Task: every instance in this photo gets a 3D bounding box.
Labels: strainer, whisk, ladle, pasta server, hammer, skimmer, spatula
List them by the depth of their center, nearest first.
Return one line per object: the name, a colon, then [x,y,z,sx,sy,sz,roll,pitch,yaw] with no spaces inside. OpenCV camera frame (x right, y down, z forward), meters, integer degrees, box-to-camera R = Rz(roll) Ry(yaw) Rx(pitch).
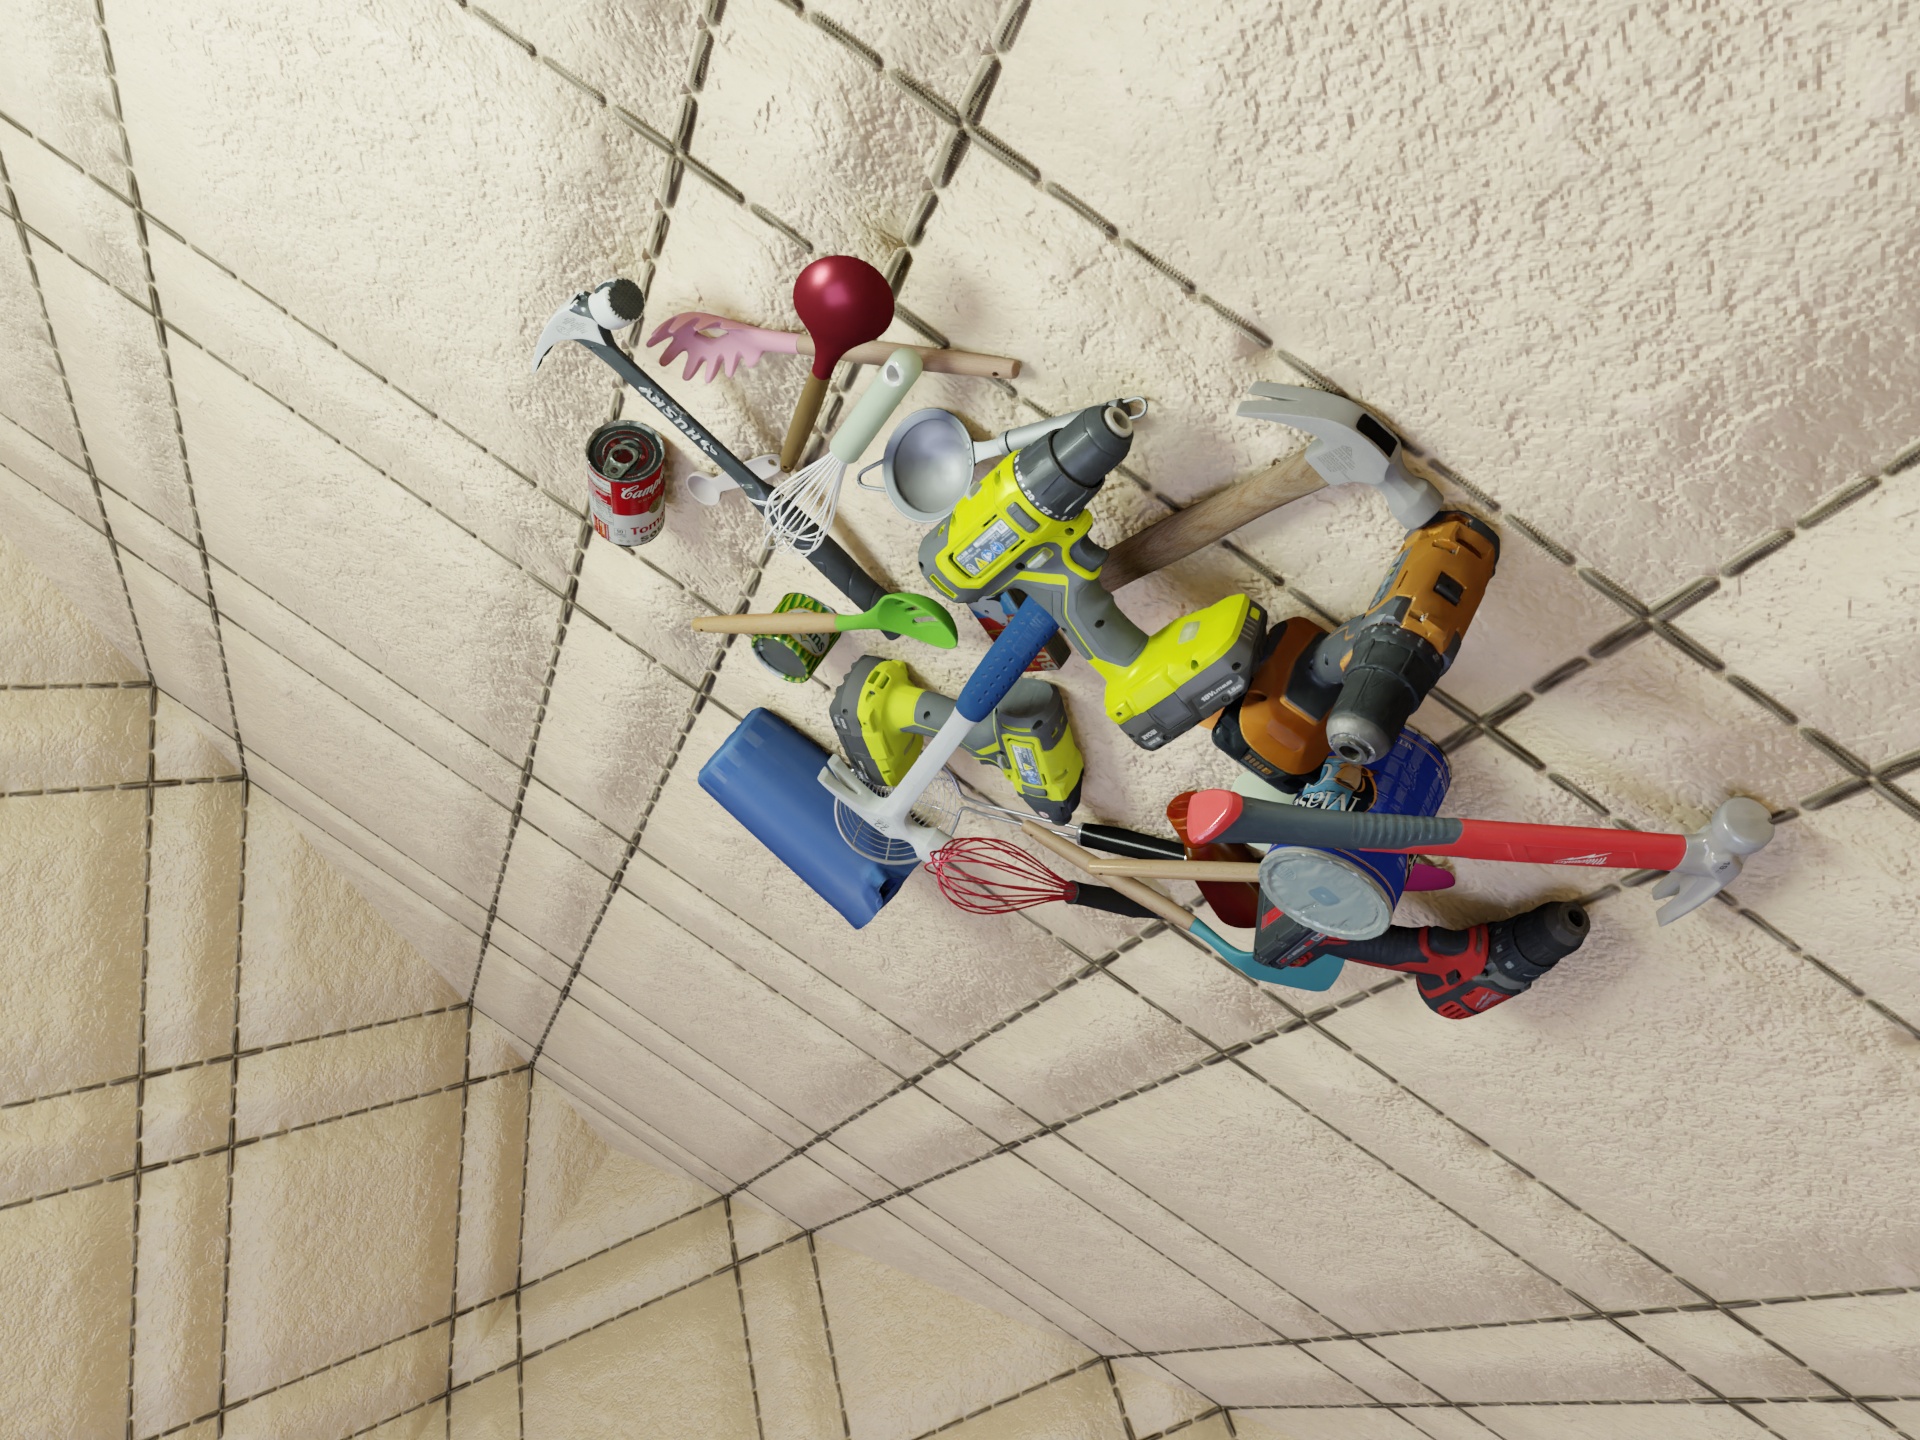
hammer: [0.348,0.090,1.114,0.386,0.038,0.143,4,148,-4]
hammer: [0.172,-0.141,1.115,0.130,0.031,0.331,42,149,-16]
strainer: [0.031,-0.198,1.157,0.258,0.050,0.087,-7,88,42]
ladle: [-0.107,-0.248,1.175,0.069,0.031,0.315,18,163,-9]
pasta server: [-0.099,-0.270,1.179,0.316,0.040,0.060,14,157,28]
whisk: [-0.090,-0.199,1.201,0.058,0.059,0.246,53,139,6]
hammer: [-0.179,-0.196,1.311,0.149,0.036,0.408,-5,141,46]
hammer: [-0.002,-0.004,1.355,0.144,0.035,0.405,33,141,-3]
spatula: [0.197,0.167,1.464,0.318,0.044,0.082,30,150,17]
whisk: [0.090,0.159,1.500,0.295,0.073,0.073,15,163,-35]
skimmer: [0.050,0.108,1.537,0.363,0.090,0.127,11,113,29]

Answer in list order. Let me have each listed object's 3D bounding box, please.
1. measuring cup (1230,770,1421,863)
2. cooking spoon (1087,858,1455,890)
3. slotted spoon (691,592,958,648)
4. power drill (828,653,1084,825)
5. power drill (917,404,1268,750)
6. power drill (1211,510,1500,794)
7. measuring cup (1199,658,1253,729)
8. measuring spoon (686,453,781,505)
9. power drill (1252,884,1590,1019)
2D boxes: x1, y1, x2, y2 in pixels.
measuring cup: [0.300,0.097,1.332,0.168,0.038,0.083,23,149,20]
cooking spoon: [0.261,0.132,1.375,0.319,0.017,0.068,0,155,25]
slotted spoon: [-0.126,-0.087,1.399,0.314,0.031,0.070,2,146,38]
power drill: [0.003,0.022,1.474,0.223,0.080,0.171,12,143,27]
power drill: [0.106,-0.100,1.115,0.228,0.080,0.190,41,132,-13]
power drill: [0.254,-0.023,1.061,0.084,0.185,0.226,35,153,-4]
measuring cup: [0.187,-0.014,1.264,0.095,0.052,0.173,34,148,-2]
measuring spoon: [-0.191,-0.214,1.377,0.124,0.018,0.034,-10,128,42]
power drill: [0.374,0.170,1.296,0.226,0.080,0.187,19,149,-10]
